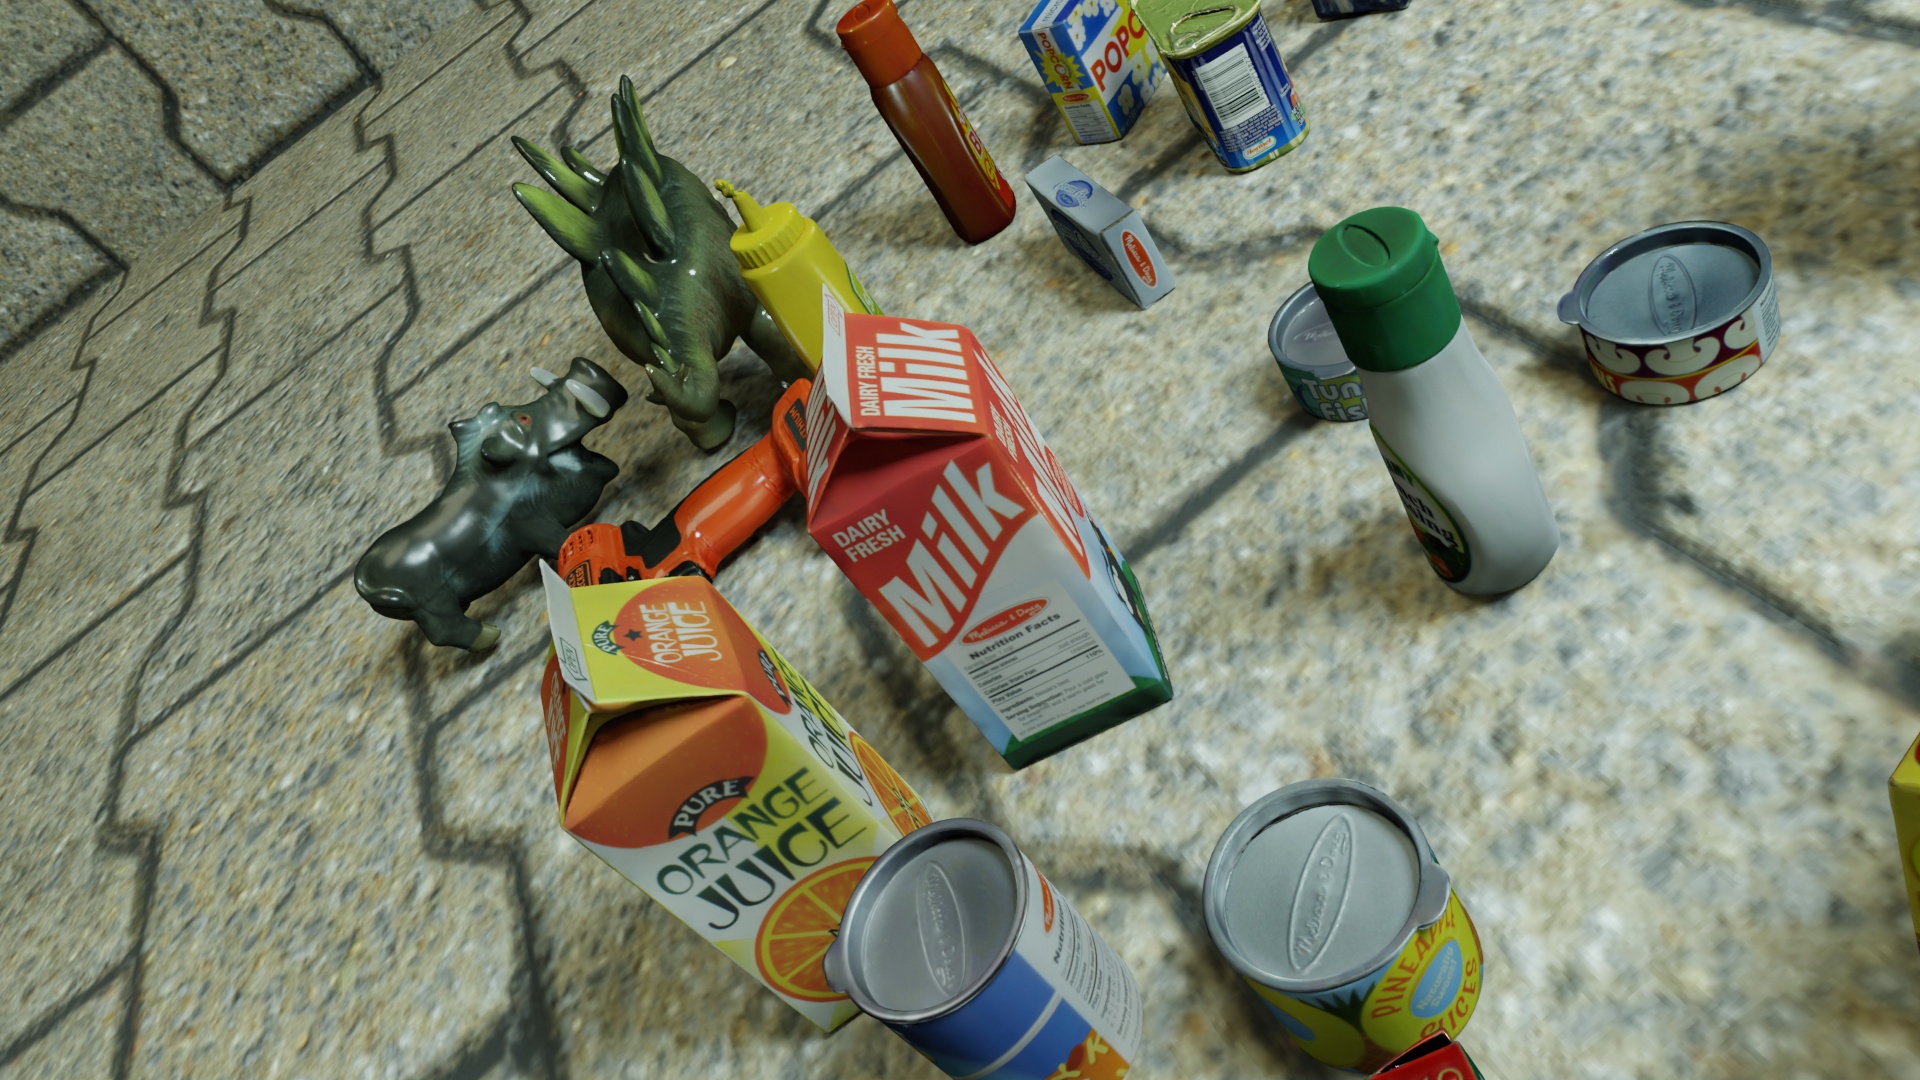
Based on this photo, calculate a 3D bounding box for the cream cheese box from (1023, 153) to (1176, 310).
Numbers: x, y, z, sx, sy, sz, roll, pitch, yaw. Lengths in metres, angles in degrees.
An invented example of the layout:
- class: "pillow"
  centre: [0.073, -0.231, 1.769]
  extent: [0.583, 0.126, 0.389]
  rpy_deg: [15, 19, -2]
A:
- class: "cream cheese box"
  centre: [0.073, -0.165, 0.737]
  extent: [0.024, 0.053, 0.104]
  rpy_deg: [-36, 37, 2]

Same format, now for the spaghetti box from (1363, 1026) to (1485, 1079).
- class: "spaghetti box"
  centre: [0.145, 0.219, 0.270]
  extent: [0.028, 0.050, 0.251]
  rpy_deg: [-30, 37, 11]

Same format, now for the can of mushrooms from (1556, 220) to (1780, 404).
- class: "can of mushrooms"
  centre: [0.261, -0.084, 0.513]
  extent: [0.071, 0.033, 0.071]
  rpy_deg: [-22, 39, 20]

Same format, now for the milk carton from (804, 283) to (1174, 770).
- class: "milk carton"
  centre: [0.002, -0.006, 0.510]
  extent: [0.073, 0.190, 0.073]
  rpy_deg: [-27, 38, 14]

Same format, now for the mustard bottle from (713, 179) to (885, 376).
- class: "mustard bottle"
  centre: [-0.076, -0.127, 0.728]
  extent: [0.049, 0.159, 0.065]
  rpy_deg: [-32, 37, 7]

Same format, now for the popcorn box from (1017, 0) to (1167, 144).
- class: "popcorn box"
  centre: [0.095, -0.319, 0.857]
  extent: [0.038, 0.085, 0.127]
  rpy_deg: [5, 54, 43]

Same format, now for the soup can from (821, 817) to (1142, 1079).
- class: "soup can"
  centre: [0.009, 0.139, 0.439]
  extent: [0.071, 0.083, 0.072]
  rpy_deg: [-22, 39, 20]

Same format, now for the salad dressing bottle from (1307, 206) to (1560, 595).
- class: "salad dressing bottle"
  centre: [0.157, -0.043, 0.459]
  extent: [0.044, 0.147, 0.064]
  rpy_deg: [-31, 37, 9]

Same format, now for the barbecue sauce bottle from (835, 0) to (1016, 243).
- class: "barbecue sauce bottle"
  centre: [-0.020, -0.249, 0.823]
  extent: [0.043, 0.148, 0.065]
  rpy_deg: [-29, 37, 11]

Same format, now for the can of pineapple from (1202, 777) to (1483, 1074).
- class: "can of pineapple"
  centre: [0.113, 0.113, 0.403]
  extent: [0.071, 0.057, 0.071]
  rpy_deg: [-22, 39, 20]

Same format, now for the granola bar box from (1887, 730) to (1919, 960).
- class: "granola bar box"
  centre: [0.271, 0.029, 0.308]
  extent: [0.166, 0.124, 0.039]
  rpy_deg: [-48, 38, -14]

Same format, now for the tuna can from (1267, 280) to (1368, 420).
- class: "tuna can"
  centre: [0.167, -0.083, 0.589]
  extent: [0.071, 0.032, 0.071]
  rpy_deg: [-22, 39, 20]

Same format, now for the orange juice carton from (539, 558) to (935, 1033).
- class: "orange juice carton"
  centre: [-0.078, 0.083, 0.478]
  extent: [0.073, 0.192, 0.072]
  rpy_deg: [-36, 37, 2]
